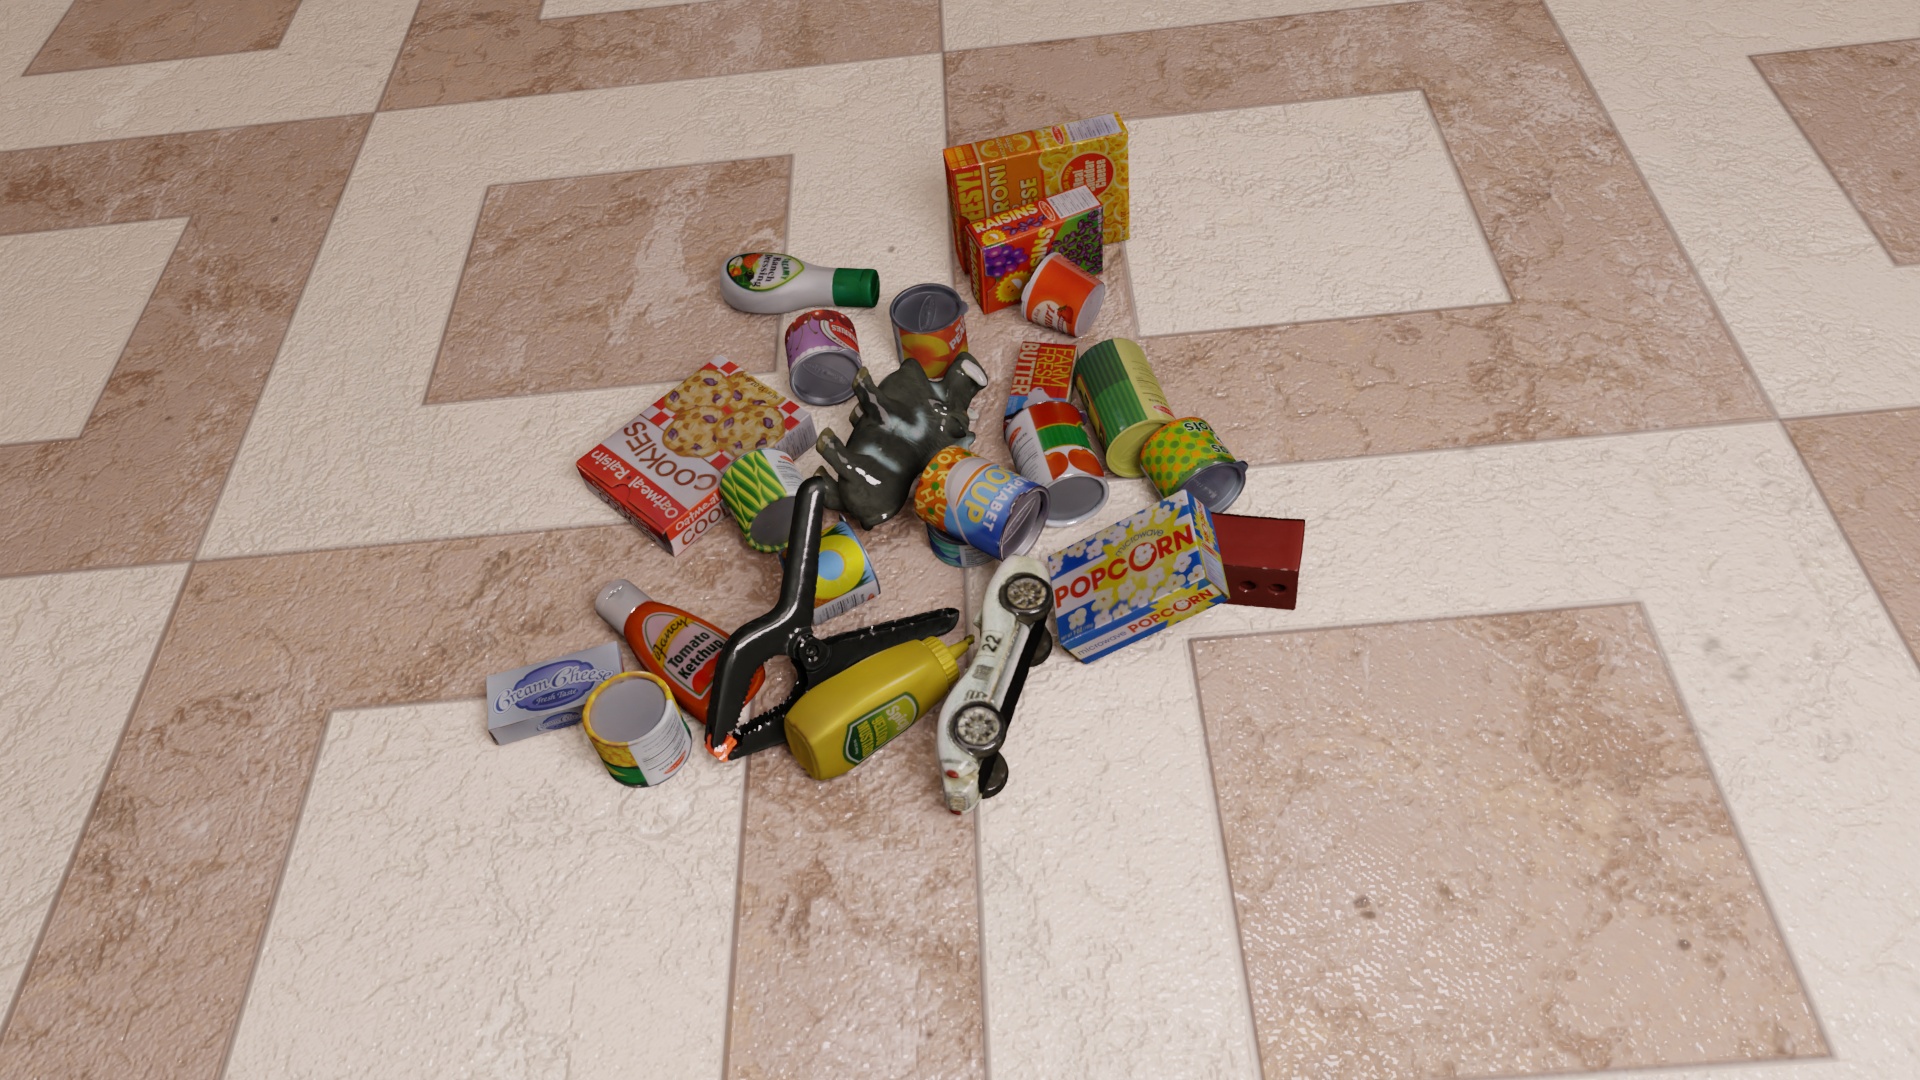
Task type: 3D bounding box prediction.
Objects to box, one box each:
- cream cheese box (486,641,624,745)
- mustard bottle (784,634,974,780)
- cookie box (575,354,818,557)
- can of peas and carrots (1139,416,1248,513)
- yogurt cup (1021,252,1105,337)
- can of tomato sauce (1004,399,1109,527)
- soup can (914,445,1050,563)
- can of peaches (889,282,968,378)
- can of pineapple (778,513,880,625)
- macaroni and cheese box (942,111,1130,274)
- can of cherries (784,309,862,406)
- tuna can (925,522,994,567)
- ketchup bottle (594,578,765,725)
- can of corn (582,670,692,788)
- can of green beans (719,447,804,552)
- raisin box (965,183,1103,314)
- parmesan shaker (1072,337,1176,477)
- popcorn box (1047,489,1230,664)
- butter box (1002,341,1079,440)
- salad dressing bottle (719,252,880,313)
[{"bbox_3d":[-0.307,0.116,1.059,0.104,0.024,0.053,-16,50,-6],"label":"cream cheese box"},{"bbox_3d":[-0.050,0.110,1.008,0.161,0.065,0.049,-32,50,-23],"label":"mustard bottle"},{"bbox_3d":[-0.226,-0.077,1.195,0.123,0.040,0.168,34,62,29],"label":"cookie box"},{"bbox_3d":[0.186,-0.058,1.110,0.071,0.070,0.059,-21,51,-10],"label":"can of peas and carrots"},{"bbox_3d":[0.095,-0.220,1.257,0.054,0.072,0.073,29,60,17],"label":"yogurt cup"},{"bbox_3d":[0.080,-0.062,1.129,0.071,0.070,0.083,-14,52,-4],"label":"can of tomato sauce"},{"bbox_3d":[0.016,-0.030,1.062,0.084,0.071,0.071,27,59,25],"label":"soup can"},{"bbox_3d":[-0.025,-0.188,1.249,0.071,0.057,0.071,-3,50,4],"label":"can of peaches"},{"bbox_3d":[-0.103,0.024,1.080,0.058,0.070,0.071,-26,53,-13],"label":"can of pineapple"},{"bbox_3d":[0.074,-0.325,1.306,0.167,0.123,0.040,-13,50,-3],"label":"macaroni and cheese box"},{"bbox_3d":[-0.119,-0.164,1.234,0.071,0.071,0.059,-11,50,-2],"label":"can of cherries"},{"bbox_3d":[0.004,-0.014,1.120,0.071,0.032,0.071,-3,51,4],"label":"tuna can"},{"bbox_3d":[-0.220,0.080,1.065,0.149,0.043,0.065,32,62,29],"label":"ketchup bottle"},{"bbox_3d":[-0.237,0.136,1.011,0.071,0.058,0.071,-3,51,4],"label":"can of corn"},{"bbox_3d":[-0.155,-0.032,1.133,0.071,0.071,0.058,-25,53,-13],"label":"can of green beans"},{"bbox_3d":[0.070,-0.268,1.284,0.123,0.085,0.040,-21,57,-10],"label":"raisin box"},{"bbox_3d":[0.140,-0.110,1.163,0.071,0.071,0.103,-14,50,-4],"label":"parmesan shaker"},{"bbox_3d":[0.129,0.028,1.031,0.126,0.038,0.085,-27,45,25],"label":"popcorn box"},{"bbox_3d":[0.071,-0.129,1.211,0.053,0.024,0.104,5,52,10],"label":"butter box"},{"bbox_3d":[-0.152,-0.243,1.318,0.148,0.043,0.064,5,53,11],"label":"salad dressing bottle"}]
